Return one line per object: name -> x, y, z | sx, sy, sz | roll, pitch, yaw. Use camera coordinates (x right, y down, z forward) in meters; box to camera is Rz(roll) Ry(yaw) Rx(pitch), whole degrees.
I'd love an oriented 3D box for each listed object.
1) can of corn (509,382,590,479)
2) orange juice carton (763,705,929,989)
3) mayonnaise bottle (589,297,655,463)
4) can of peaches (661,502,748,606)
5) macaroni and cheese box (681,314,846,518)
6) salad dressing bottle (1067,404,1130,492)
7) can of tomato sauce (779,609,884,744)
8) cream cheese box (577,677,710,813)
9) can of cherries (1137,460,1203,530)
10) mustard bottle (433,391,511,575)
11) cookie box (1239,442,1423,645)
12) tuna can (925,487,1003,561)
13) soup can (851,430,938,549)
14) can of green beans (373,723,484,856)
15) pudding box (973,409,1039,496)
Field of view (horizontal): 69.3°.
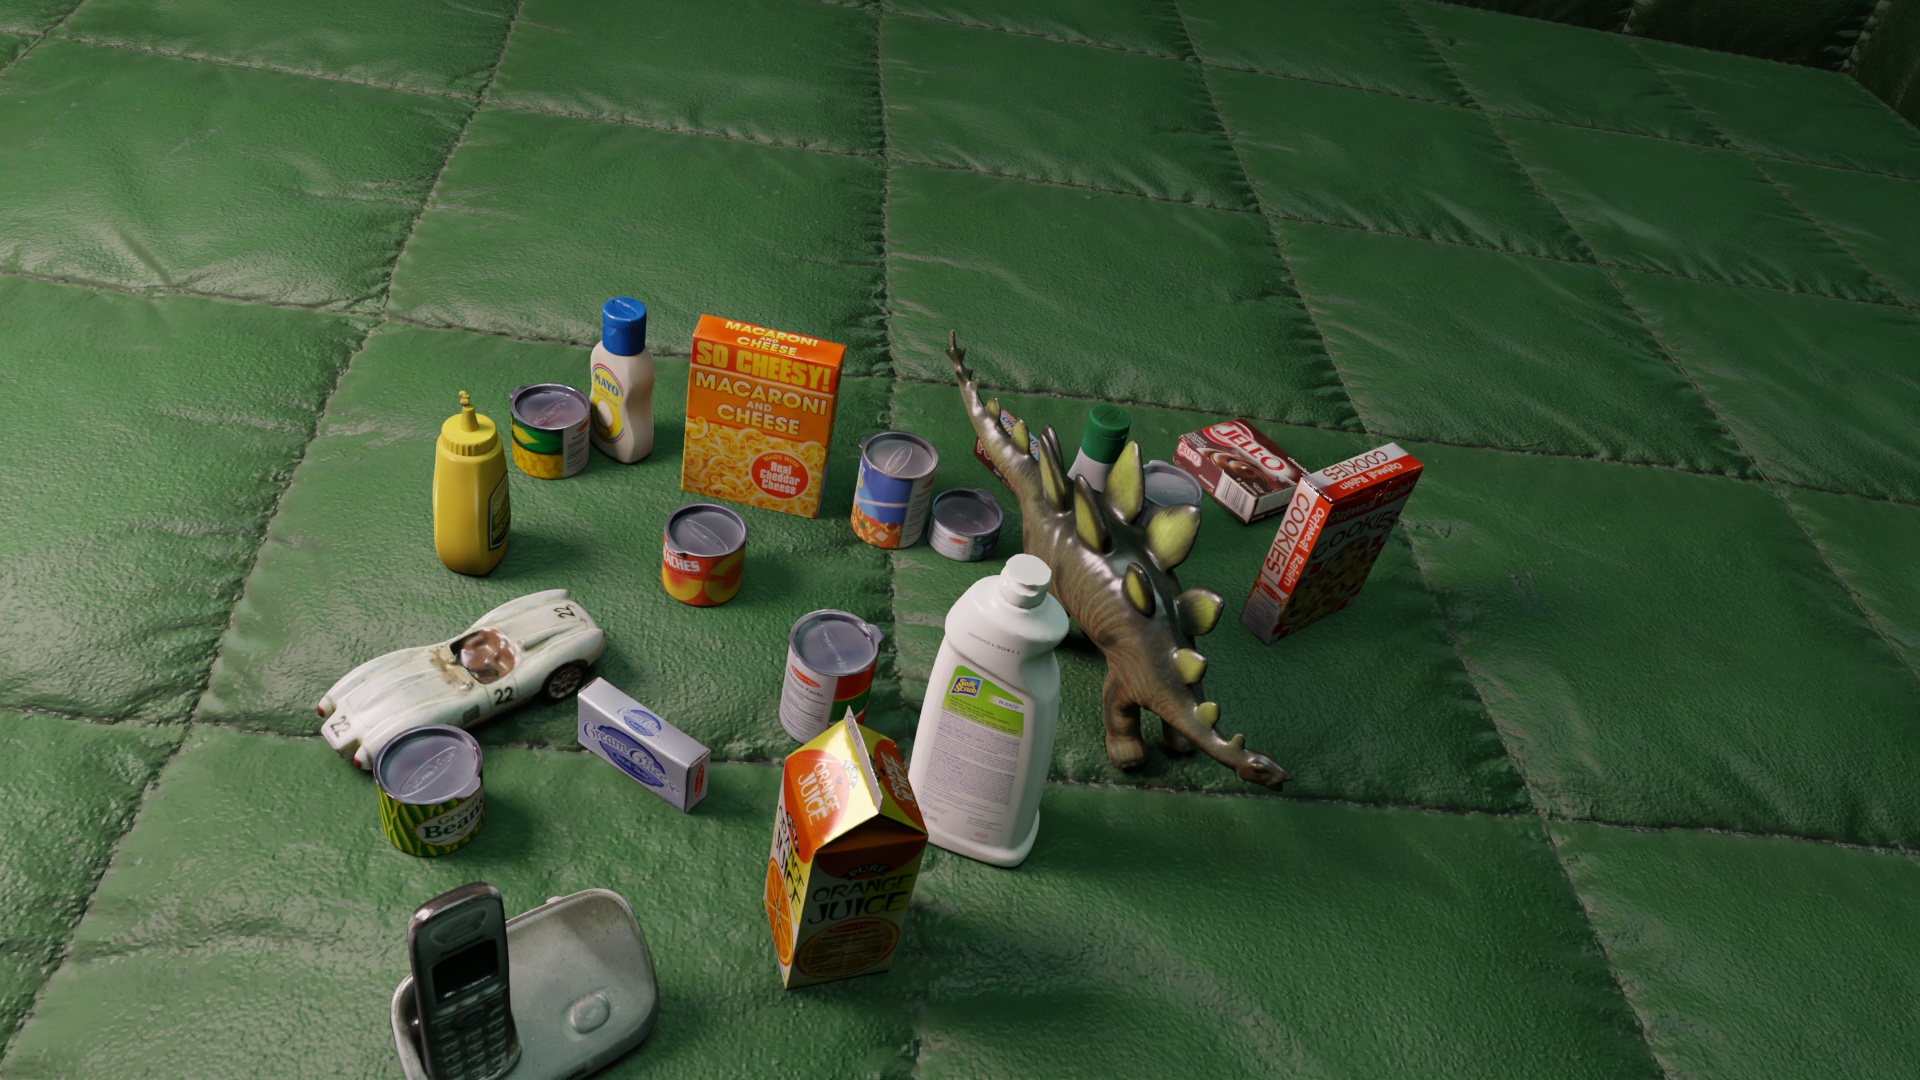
can of corn -> -0.359, -0.096, 1.210 | 0.071, 0.058, 0.071 | 8, 41, -7
orange juice carton -> -0.072, 0.191, 0.860 | 0.073, 0.191, 0.072 | -5, 44, -21
mayonnaise bottle -> -0.295, -0.141, 1.210 | 0.065, 0.147, 0.041 | 34, 44, 22
can of peaches -> -0.210, 0.012, 1.128 | 0.071, 0.057, 0.071 | 8, 41, -7
macaroni and cheese box -> -0.171, -0.104, 1.190 | 0.124, 0.165, 0.040 | 12, 40, -2
salad dressing bottle -> 0.115, -0.052, 1.225 | 0.044, 0.146, 0.064 | 35, 45, 23
can of tomato sauce -> -0.097, 0.103, 1.037 | 0.071, 0.082, 0.071 | 8, 41, -7
cream cheese box -> -0.224, 0.144, 0.977 | 0.104, 0.053, 0.024 | 29, 43, 17
can of cherries -> 0.185, -0.031, 1.290 | 0.071, 0.058, 0.072 | 8, 41, -7
mustard bottle -> -0.377, -0.047, 1.070 | 0.049, 0.159, 0.066 | 12, 40, -2
cookie box -> 0.321, 0.003, 1.205 | 0.123, 0.166, 0.040 | -20, 51, -33
tuna can -> 0.004, -0.016, 1.241 | 0.071, 0.032, 0.071 | 8, 41, -7
soup can -> -0.061, -0.045, 1.217 | 0.071, 0.083, 0.072 | 8, 41, -7
can of green beans -> -0.348, 0.165, 0.915 | 0.071, 0.057, 0.071 | 8, 41, -7
pudding box -> 0.051, -0.081, 1.315 | 0.030, 0.049, 0.084 | -19, 50, -33
